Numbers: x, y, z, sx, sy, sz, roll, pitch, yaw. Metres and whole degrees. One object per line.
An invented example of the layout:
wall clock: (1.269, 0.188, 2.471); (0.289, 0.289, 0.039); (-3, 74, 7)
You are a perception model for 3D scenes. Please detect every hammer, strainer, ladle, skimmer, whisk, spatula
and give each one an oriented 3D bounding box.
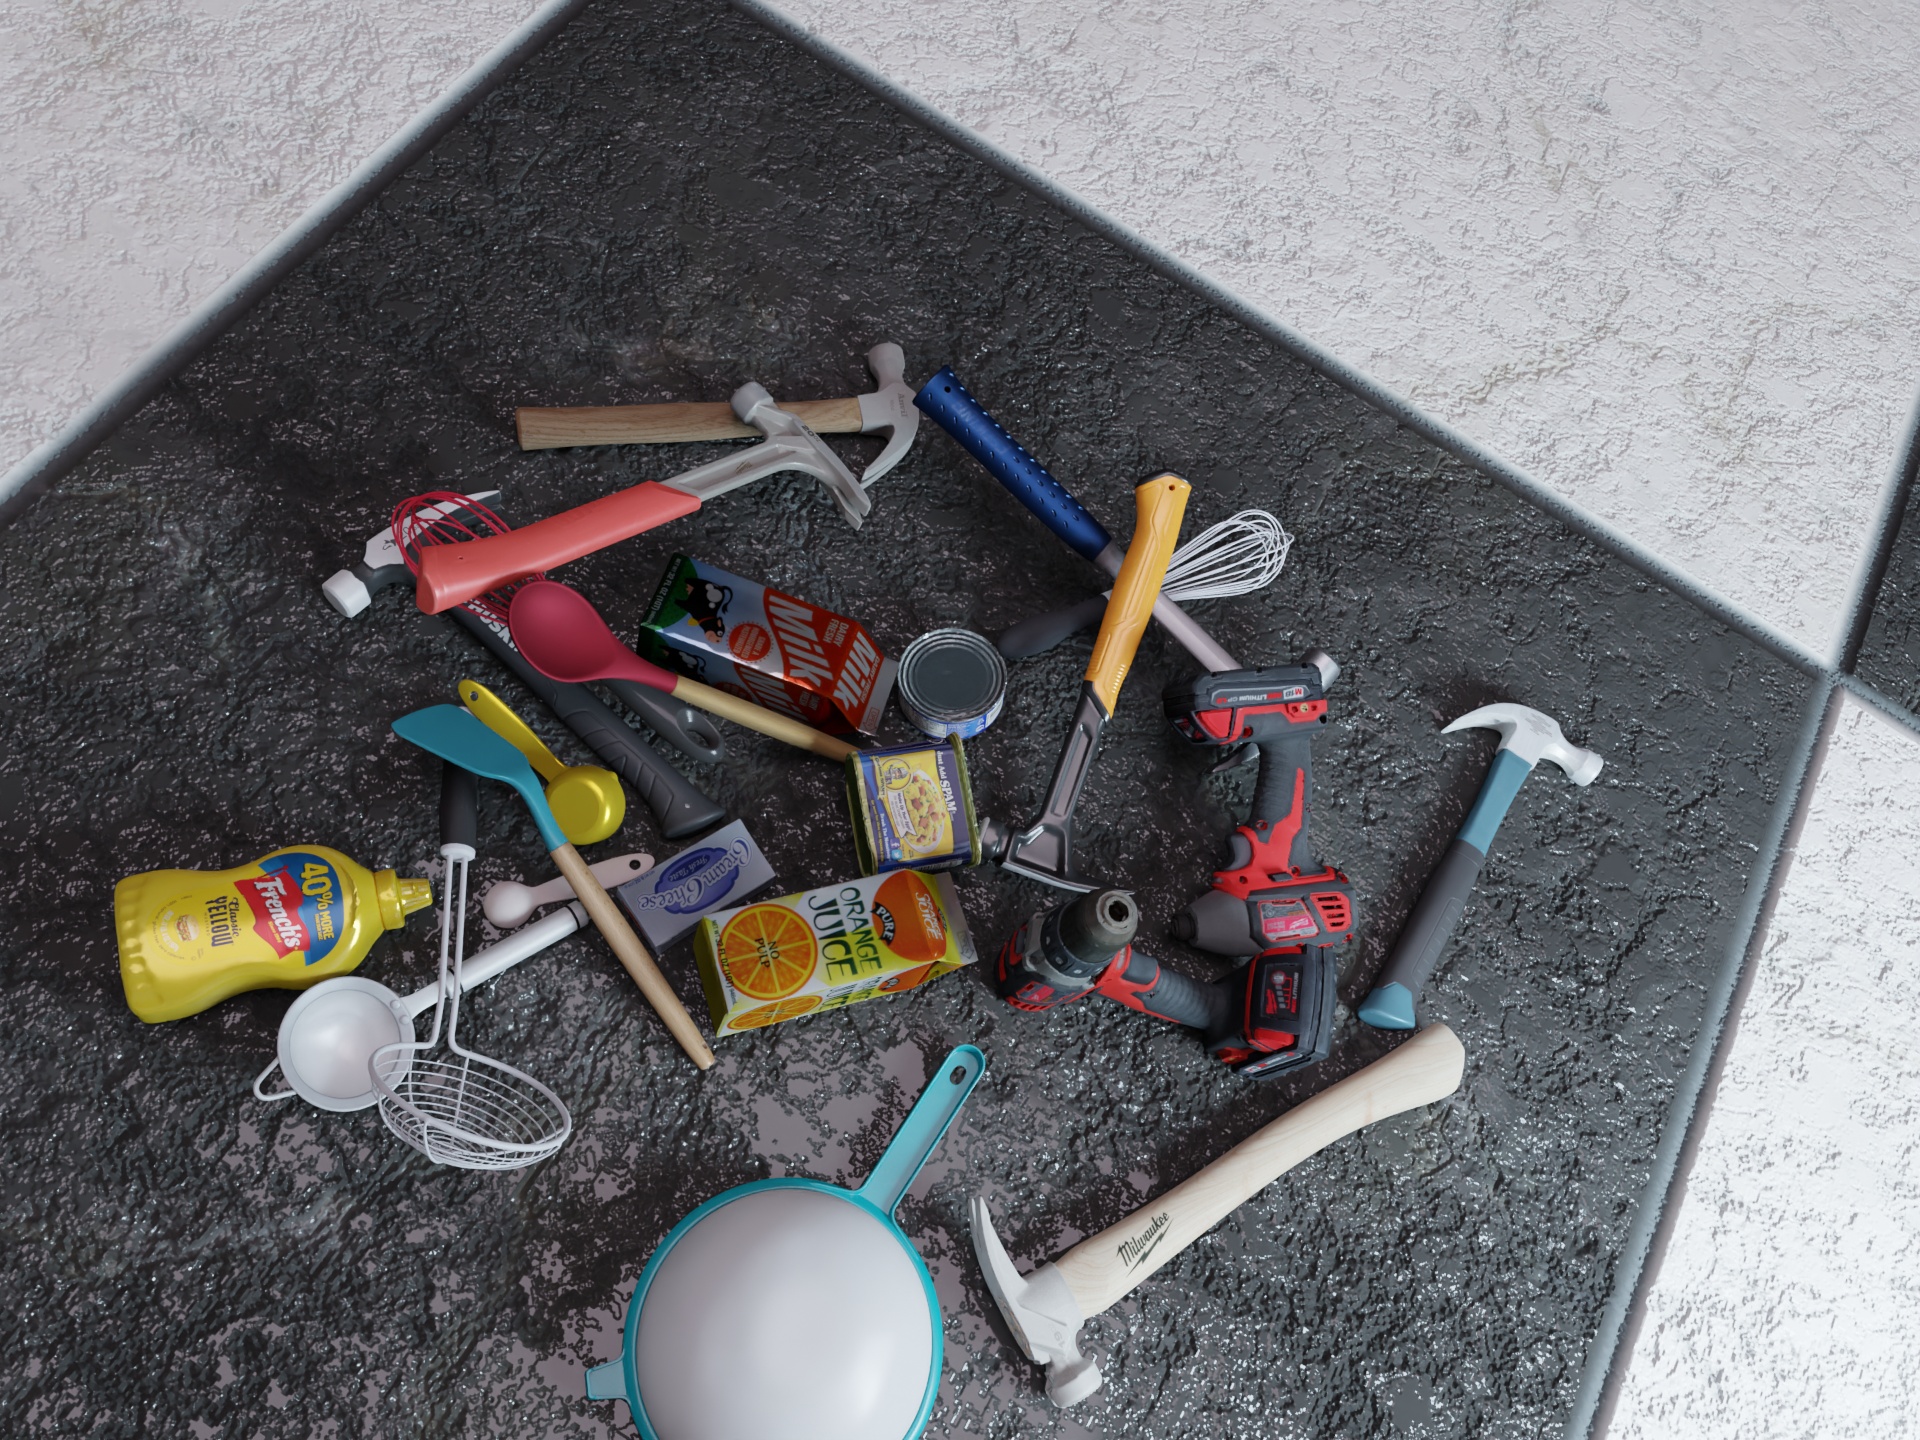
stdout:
hammer: (-0.304, -0.034, 1.189); (0.335, 0.035, 0.146); (42, 64, 7)
strainer: (-0.352, 0.184, 1.076); (0.258, 0.050, 0.087); (-29, 93, -30)
strainer: (-0.072, 0.347, 1.038); (0.211, 0.095, 0.340); (35, 64, 3)
hammer: (0.121, -0.034, 1.233); (0.127, 0.034, 0.337); (20, 83, -5)
hammer: (-0.234, -0.148, 1.171); (0.359, 0.036, 0.149); (-31, 73, -40)
hammer: (-0.195, -0.246, 1.314); (0.331, 0.031, 0.130); (-6, 67, -16)
hammer: (0.200, 0.317, 1.147); (0.410, 0.038, 0.146); (-25, 79, -24)
ladle: (-0.185, -0.019, 1.153); (0.315, 0.031, 0.069); (24, 63, -29)
hammer: (0.118, -0.125, 1.277); (0.405, 0.035, 0.144); (43, 78, -5)
skimmer: (-0.318, 0.125, 1.045); (0.127, 0.090, 0.364); (22, 43, -37)
whisk: (-0.290, -0.066, 1.157); (0.296, 0.073, 0.073); (39, 63, -2)
hammer: (0.410, 0.117, 1.296); (0.128, 0.033, 0.331); (35, 63, 3)
whisk: (0.156, -0.109, 1.326); (0.284, 0.070, 0.070); (-23, 73, -17)
spatula: (-0.271, 0.114, 1.103); (0.044, 0.082, 0.317); (-33, 93, 16)

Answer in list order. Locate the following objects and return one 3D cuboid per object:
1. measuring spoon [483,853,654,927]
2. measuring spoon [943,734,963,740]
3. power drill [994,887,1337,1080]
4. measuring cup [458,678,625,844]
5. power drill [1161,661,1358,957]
measuring spoon: (-0.278, 0.116, 1.136); (0.124, 0.018, 0.034); (-17, 71, -21)
measuring spoon: (-0.002, -0.004, 1.265); (0.021, 0.011, 0.117); (10, 60, 2)
power drill: (0.150, 0.179, 1.122); (0.226, 0.187, 0.080); (16, 64, -11)
measuring cup: (-0.307, 0.027, 1.140); (0.156, 0.029, 0.062); (44, 99, 1)
power drill: (0.222, 0.071, 1.222); (0.143, 0.078, 0.220); (-6, 87, -11)
